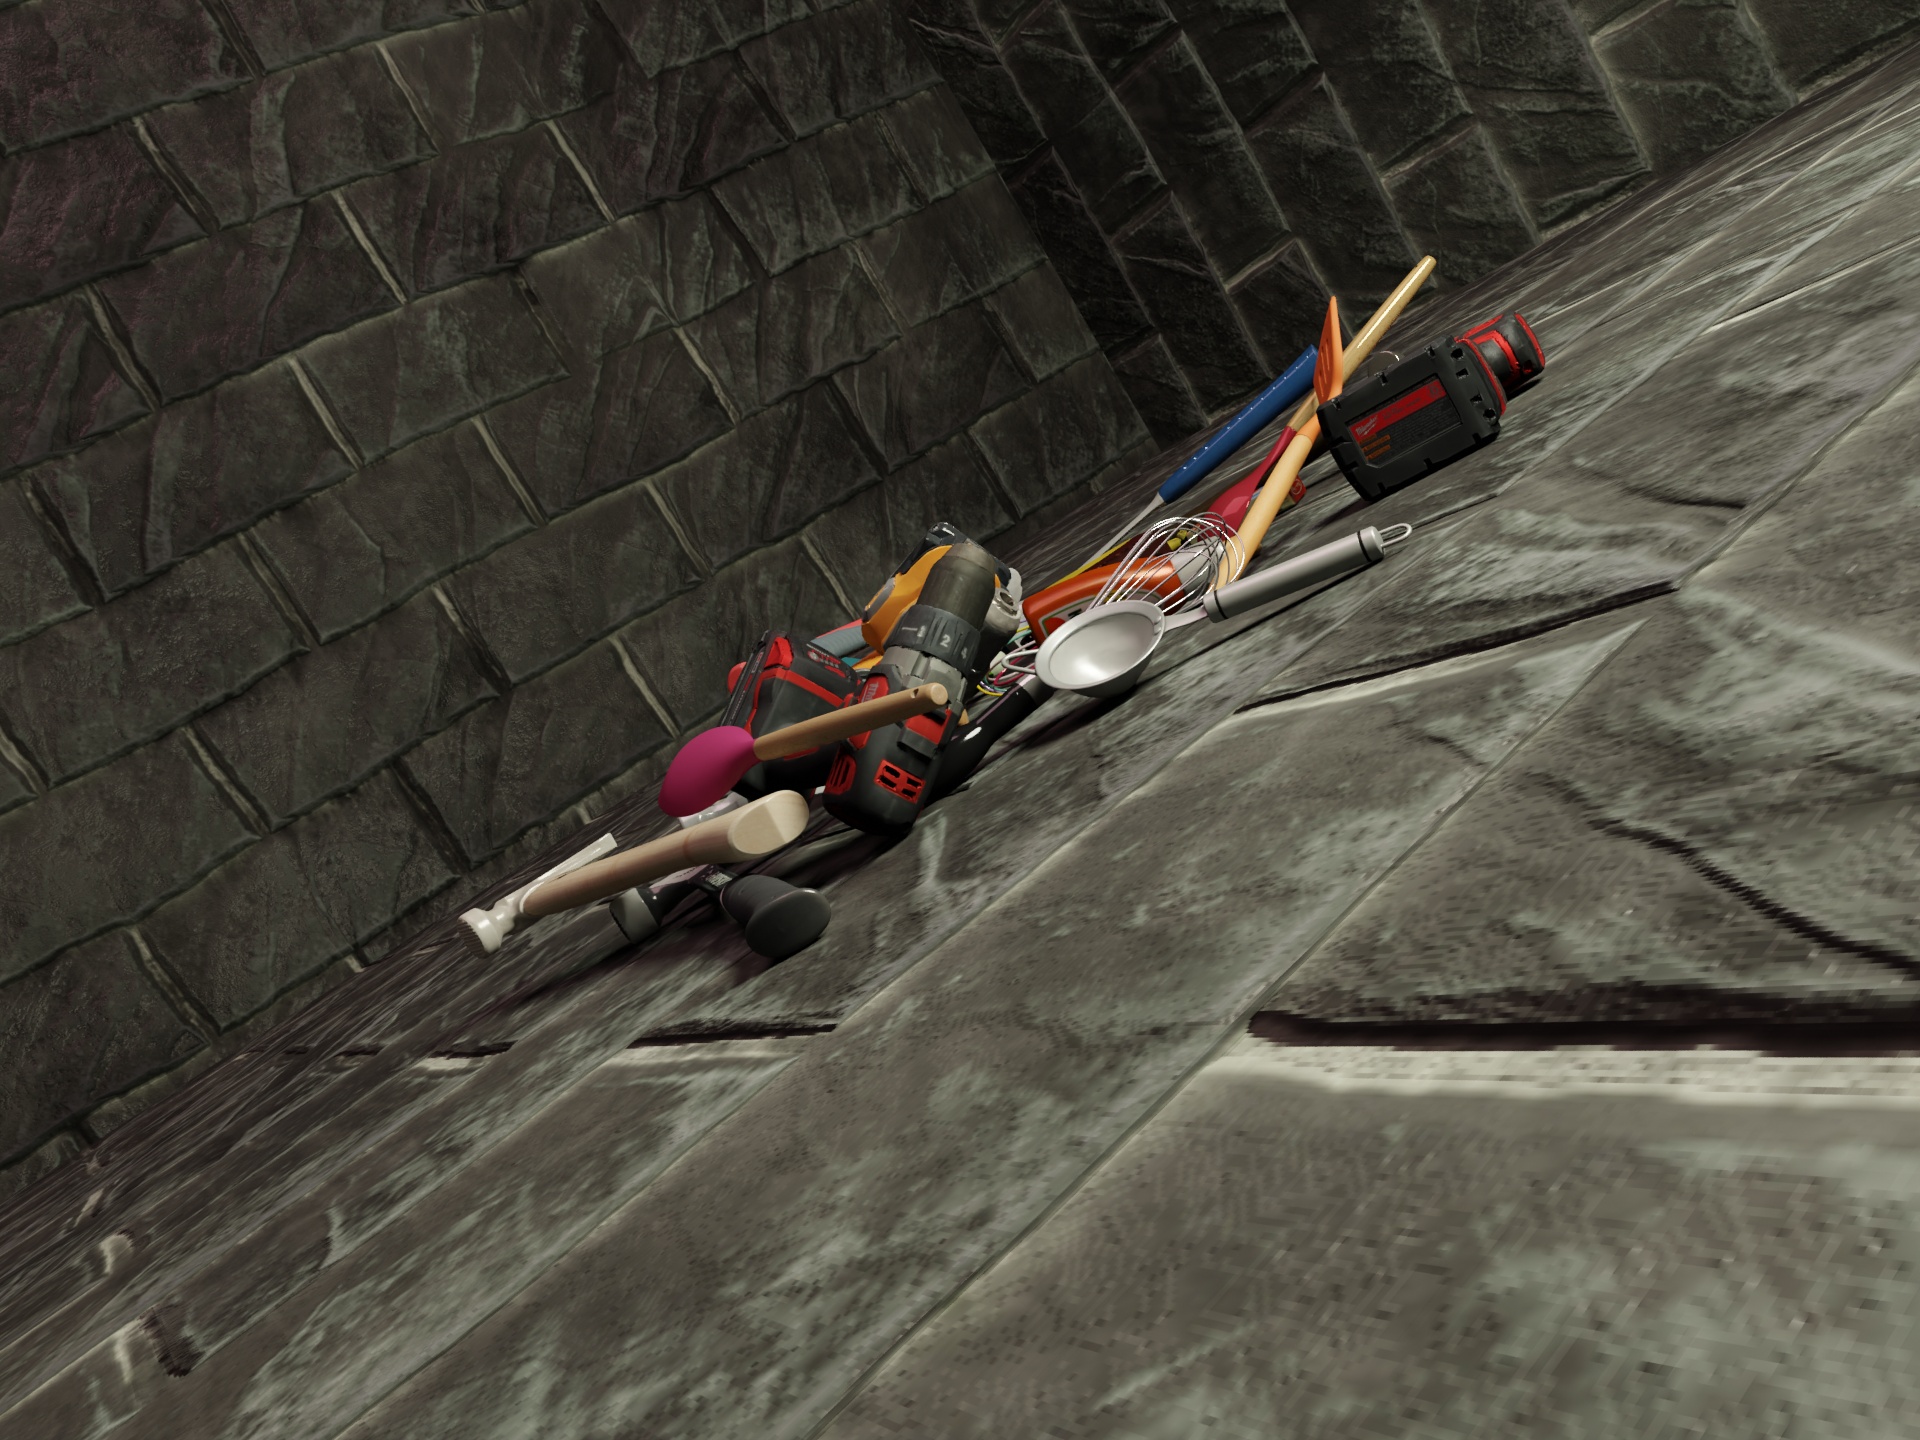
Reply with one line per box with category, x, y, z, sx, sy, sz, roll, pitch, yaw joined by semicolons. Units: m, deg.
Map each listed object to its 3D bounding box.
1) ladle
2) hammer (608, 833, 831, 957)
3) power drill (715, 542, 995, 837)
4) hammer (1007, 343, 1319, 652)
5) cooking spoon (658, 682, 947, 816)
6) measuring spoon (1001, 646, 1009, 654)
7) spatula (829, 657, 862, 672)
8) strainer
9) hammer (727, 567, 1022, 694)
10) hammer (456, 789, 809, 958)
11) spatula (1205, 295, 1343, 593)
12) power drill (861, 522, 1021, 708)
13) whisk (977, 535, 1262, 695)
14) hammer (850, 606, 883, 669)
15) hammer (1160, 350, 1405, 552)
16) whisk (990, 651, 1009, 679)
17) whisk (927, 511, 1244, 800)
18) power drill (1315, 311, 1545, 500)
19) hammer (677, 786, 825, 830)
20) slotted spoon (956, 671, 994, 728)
ladle;0.289;-0.255;1.299;0.315;0.031;0.069;-51;9;-2
hammer;-0.137;0.106;1.004;0.149;0.036;0.409;-32;7;-15
power drill;-0.066;-0.020;1.036;0.227;0.080;0.188;-1;63;59
hammer;0.185;-0.202;1.507;0.405;0.035;0.144;-41;4;20
cooking spoon;-0.109;0.013;0.980;0.319;0.017;0.069;-15;49;50
measuring spoon;-0.002;-0.047;1.556;0.128;0.021;0.042;-35;7;-38
spatula;-0.135;-0.015;1.410;0.082;0.044;0.317;4;10;0
strainer;0.146;-0.063;0.952;0.258;0.050;0.087;-22;31;25
hammer;-0.094;-0.081;1.424;0.143;0.038;0.386;1;17;30
hammer;-0.217;0.096;1.113;0.146;0.038;0.410;-33;8;-38
spatula;0.235;-0.192;1.169;0.323;0.041;0.081;-57;-20;-35
power drill;-0.016;-0.065;1.195;0.185;0.084;0.226;-47;16;28
whisk;0.120;-0.081;1.230;0.245;0.051;0.047;-26;28;9
hammer;-0.073;-0.059;1.478;0.127;0.034;0.337;1;15;14
hammer;0.297;-0.233;1.439;0.130;0.031;0.331;-8;-17;-44
whisk;-0.067;-0.004;1.449;0.246;0.059;0.058;-26;46;11
whisk;0.072;-0.041;1.035;0.284;0.070;0.070;-39;8;-11
power drill;0.349;-0.239;1.189;0.143;0.078;0.220;-27;5;33
hammer;-0.177;0.068;1.356;0.128;0.033;0.331;-24;1;-10
slotted spoon;-0.002;-0.004;1.239;0.070;0.031;0.314;-36;8;5
